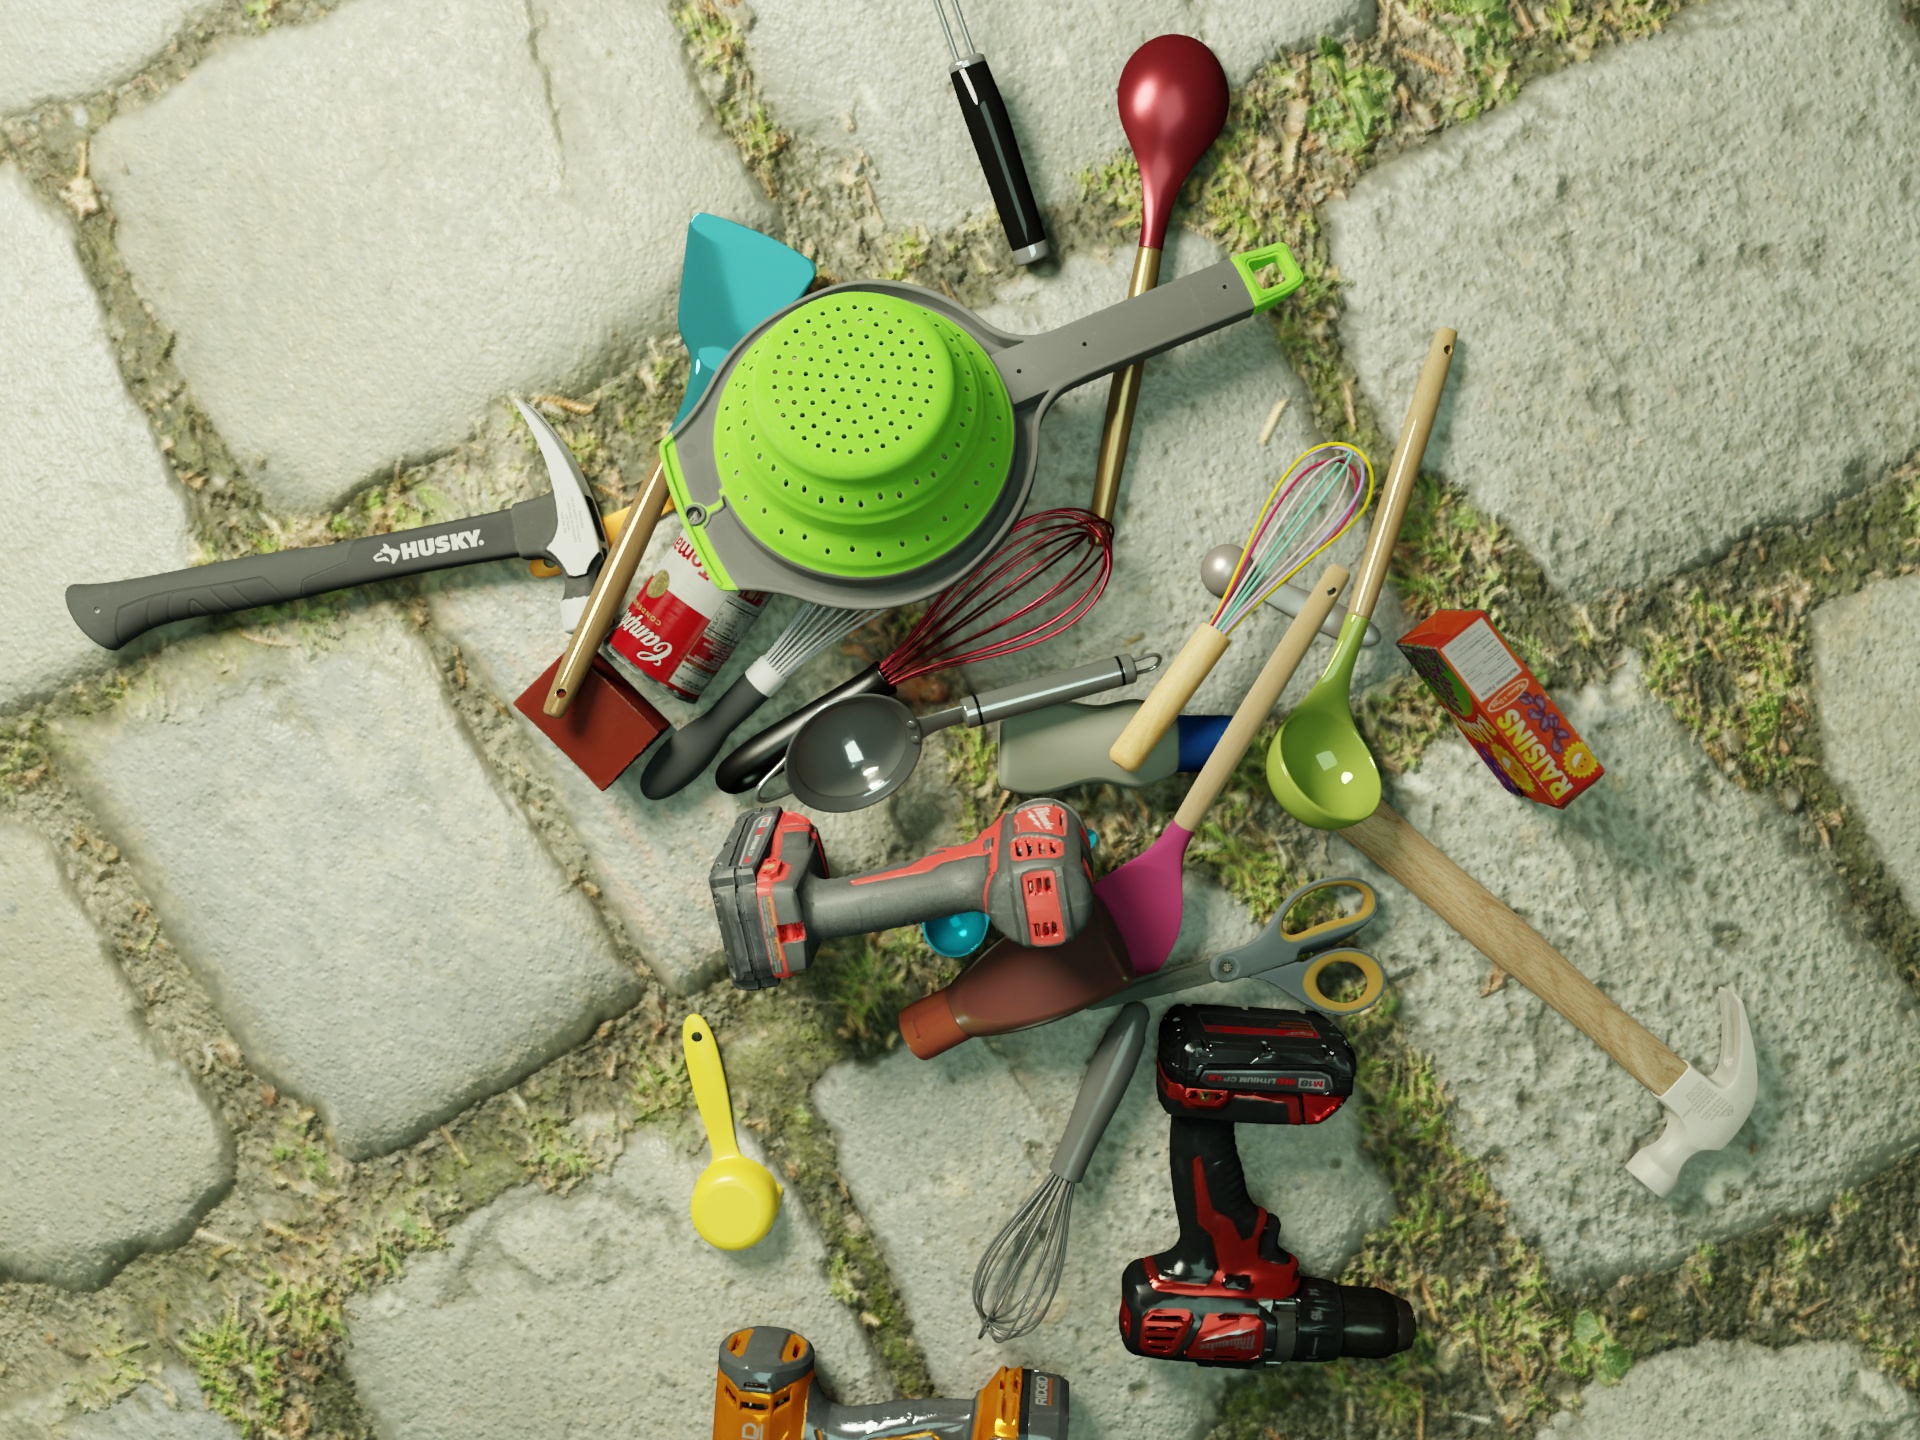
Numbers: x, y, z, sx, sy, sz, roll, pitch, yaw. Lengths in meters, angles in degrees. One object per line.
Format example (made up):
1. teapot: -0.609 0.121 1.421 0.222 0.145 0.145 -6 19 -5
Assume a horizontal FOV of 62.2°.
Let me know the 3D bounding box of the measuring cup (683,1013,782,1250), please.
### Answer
1. measuring cup: -0.157 0.267 1.024 0.062 0.029 0.156 -12 97 1

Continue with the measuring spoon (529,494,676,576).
1. measuring spoon: -0.219 -0.120 0.997 0.117 0.011 0.021 -27 95 3

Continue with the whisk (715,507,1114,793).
1. whisk: -0.029 -0.037 0.983 0.296 0.073 0.073 -33 95 8

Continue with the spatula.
1. spatula: -0.183 -0.149 0.960 0.082 0.044 0.317 23 80 -6

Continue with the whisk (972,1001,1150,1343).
1. whisk: 0.066 0.289 1.019 0.055 0.055 0.239 24 90 -2

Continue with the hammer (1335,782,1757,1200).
1. hammer: 0.370 0.155 1.014 0.331 0.031 0.130 40 94 -3

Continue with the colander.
1. colander: 0.018 -0.204 0.904 0.397 0.094 0.205 -23 77 -4

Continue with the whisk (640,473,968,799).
1. whisk: -0.097 -0.049 0.986 0.284 0.070 0.070 -44 94 9

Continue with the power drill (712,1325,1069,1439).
1. power drill: -0.049 0.487 1.022 0.226 0.084 0.164 6 96 4

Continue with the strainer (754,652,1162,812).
1. strainer: -0.002 -0.003 0.956 0.258 0.050 0.086 -15 130 -5

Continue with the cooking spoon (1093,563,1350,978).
1. cooking spoon: 0.150 0.043 0.976 0.068 0.017 0.318 27 110 -4

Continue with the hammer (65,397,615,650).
1. hammer: -0.388 -0.101 0.985 0.335 0.035 0.146 -10 91 2

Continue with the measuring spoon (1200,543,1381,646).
1. measuring spoon: 0.210 -0.075 0.999 0.124 0.018 0.034 24 95 -3

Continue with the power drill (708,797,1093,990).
1. power drill: -0.029 0.093 0.959 0.219 0.143 0.078 -7 108 6

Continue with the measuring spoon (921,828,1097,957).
1. measuring spoon: 0.032 0.106 1.020 0.128 0.021 0.042 -32 96 -6

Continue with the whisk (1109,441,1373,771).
1. whisk: 0.172 -0.069 0.966 0.047 0.051 0.245 37 86 -14

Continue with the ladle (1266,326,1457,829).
1. ladle: 0.259 -0.088 0.973 0.078 0.062 0.320 18 89 -21

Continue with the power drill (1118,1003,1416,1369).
1. power drill: 0.201 0.303 1.007 0.188 0.080 0.226 4 98 0

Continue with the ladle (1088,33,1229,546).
1. ladle: 0.111 -0.264 0.979 0.069 0.031 0.315 9 97 -1

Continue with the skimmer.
1. skimmer: -0.019 -0.453 0.959 0.127 0.090 0.363 -21 105 -1
